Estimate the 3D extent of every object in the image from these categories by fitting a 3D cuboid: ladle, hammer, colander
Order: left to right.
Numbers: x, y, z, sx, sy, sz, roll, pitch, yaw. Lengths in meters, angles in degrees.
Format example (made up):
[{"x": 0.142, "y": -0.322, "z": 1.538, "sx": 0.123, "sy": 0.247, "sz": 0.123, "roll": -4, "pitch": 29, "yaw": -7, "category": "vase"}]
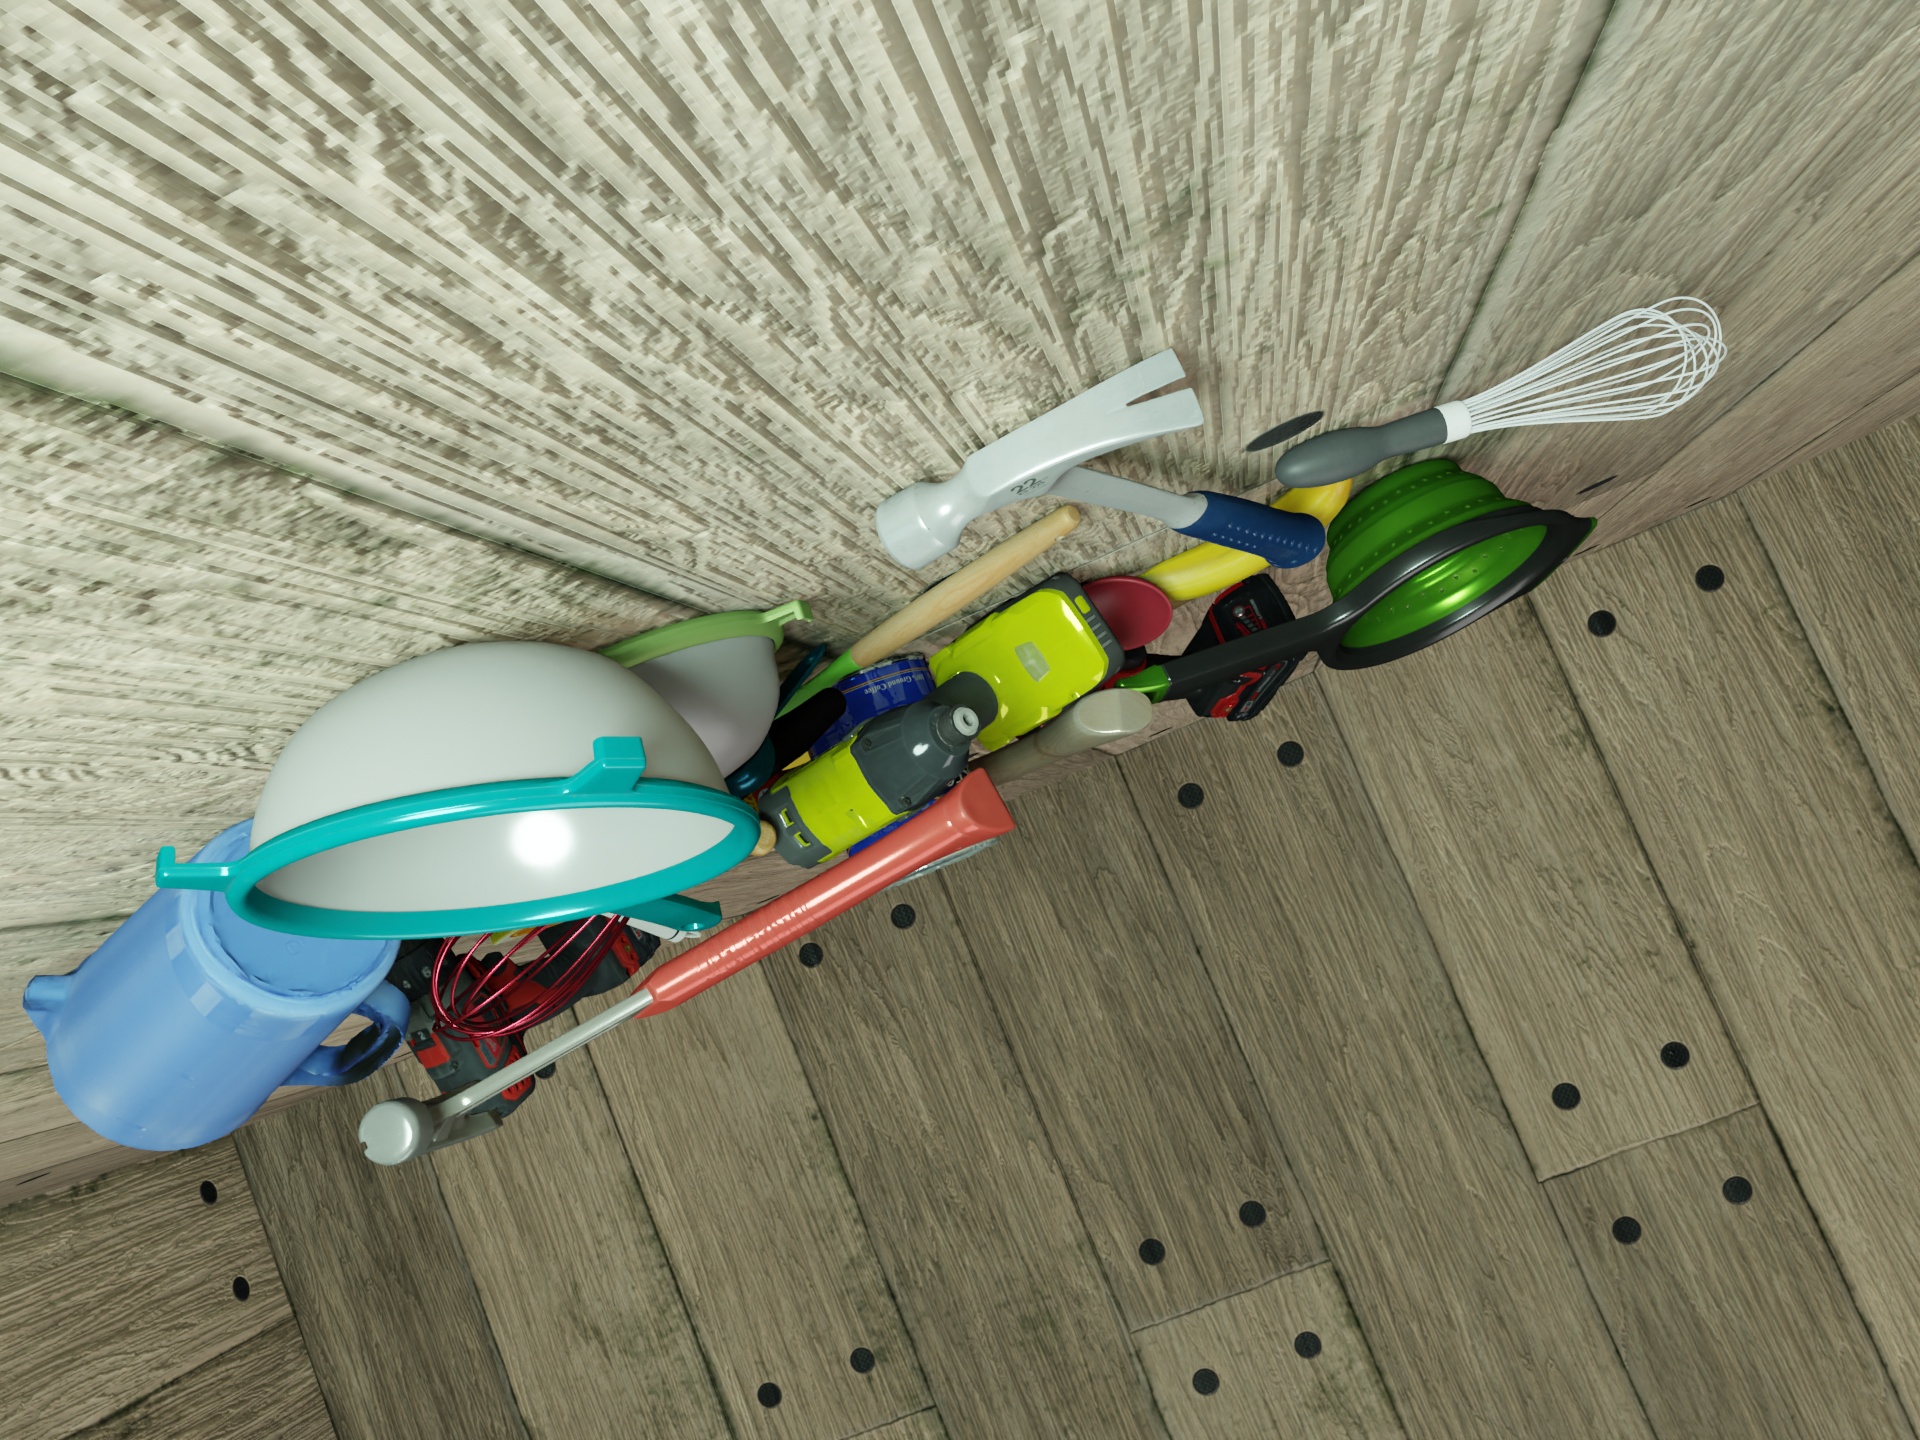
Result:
[{"x": -0.134, "y": 0.130, "z": 0.844, "sx": 0.359, "sy": 0.037, "sz": 0.149, "roll": -30, "pitch": 172, "yaw": 1, "category": "hammer"}, {"x": 0.010, "y": -0.023, "z": 1.149, "sx": 0.315, "sy": 0.069, "sz": 0.031, "roll": -28, "pitch": -144, "yaw": 20, "category": "ladle"}, {"x": 0.034, "y": 0.036, "z": 1.224, "sx": 0.146, "sy": 0.038, "sz": 0.410, "roll": -1, "pitch": 168, "yaw": -26, "category": "hammer"}, {"x": 0.119, "y": -0.112, "z": 0.827, "sx": 0.144, "sy": 0.035, "sz": 0.405, "roll": -26, "pitch": 169, "yaw": 27, "category": "hammer"}, {"x": 0.269, "y": -0.105, "z": 1.163, "sx": 0.397, "sy": 0.095, "sz": 0.204, "roll": -18, "pitch": 159, "yaw": -19, "category": "colander"}]

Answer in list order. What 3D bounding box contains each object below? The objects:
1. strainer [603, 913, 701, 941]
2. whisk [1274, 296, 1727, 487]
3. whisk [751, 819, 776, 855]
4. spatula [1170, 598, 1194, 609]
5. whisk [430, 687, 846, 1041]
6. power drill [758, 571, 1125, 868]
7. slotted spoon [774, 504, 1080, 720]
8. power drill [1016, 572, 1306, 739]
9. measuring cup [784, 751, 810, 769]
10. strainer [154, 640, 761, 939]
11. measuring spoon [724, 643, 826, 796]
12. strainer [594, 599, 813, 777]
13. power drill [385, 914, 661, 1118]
[{"x": -0.262, "y": 0.105, "z": 1.040, "sx": 0.087, "sy": 0.050, "sz": 0.258, "roll": -19, "pitch": 147, "yaw": 30, "category": "strainer"}, {"x": 0.319, "y": -0.184, "z": 0.939, "sx": 0.284, "sy": 0.070, "sz": 0.070, "roll": -18, "pitch": 173, "yaw": -4, "category": "whisk"}, {"x": -0.187, "y": 0.072, "z": 1.005, "sx": 0.047, "sy": 0.051, "sz": 0.245, "roll": -36, "pitch": -159, "yaw": -32, "category": "whisk"}, {"x": 0.073, "y": -0.039, "z": 1.299, "sx": 0.317, "sy": 0.044, "sz": 0.082, "roll": -26, "pitch": 162, "yaw": 17, "category": "spatula"}, {"x": -0.173, "y": 0.072, "z": 0.887, "sx": 0.296, "sy": 0.073, "sz": 0.073, "roll": -41, "pitch": -179, "yaw": -24, "category": "whisk"}, {"x": -0.002, "y": -0.003, "z": 0.961, "sx": 0.171, "sy": 0.080, "sz": 0.223, "roll": -31, "pitch": -176, "yaw": 44, "category": "power drill"}, {"x": -0.045, "y": -0.048, "z": 0.935, "sx": 0.313, "sy": 0.031, "sz": 0.070, "roll": -30, "pitch": 167, "yaw": 40, "category": "slotted spoon"}, {"x": 0.149, "y": -0.048, "z": 1.237, "sx": 0.219, "sy": 0.079, "sz": 0.143, "roll": -8, "pitch": 151, "yaw": -23, "category": "power drill"}, {"x": -0.151, "y": 0.027, "z": 1.140, "sx": 0.062, "sy": 0.029, "sz": 0.156, "roll": -28, "pitch": 174, "yaw": 40, "category": "measuring cup"}, {"x": -0.182, "y": 0.037, "z": 0.726, "sx": 0.211, "sy": 0.095, "sz": 0.340, "roll": -14, "pitch": 165, "yaw": 8, "category": "strainer"}, {"x": -0.100, "y": 0.001, "z": 0.894, "sx": 0.042, "sy": 0.021, "sz": 0.129, "roll": -22, "pitch": -154, "yaw": 39, "category": "measuring spoon"}, {"x": -0.170, "y": 0.019, "z": 0.859, "sx": 0.151, "sy": 0.069, "sz": 0.256, "roll": -19, "pitch": 171, "yaw": -26, "category": "strainer"}, {"x": -0.341, "y": 0.169, "z": 1.191, "sx": 0.080, "sy": 0.188, "sz": 0.227, "roll": -22, "pitch": -167, "yaw": 28, "category": "power drill"}]
